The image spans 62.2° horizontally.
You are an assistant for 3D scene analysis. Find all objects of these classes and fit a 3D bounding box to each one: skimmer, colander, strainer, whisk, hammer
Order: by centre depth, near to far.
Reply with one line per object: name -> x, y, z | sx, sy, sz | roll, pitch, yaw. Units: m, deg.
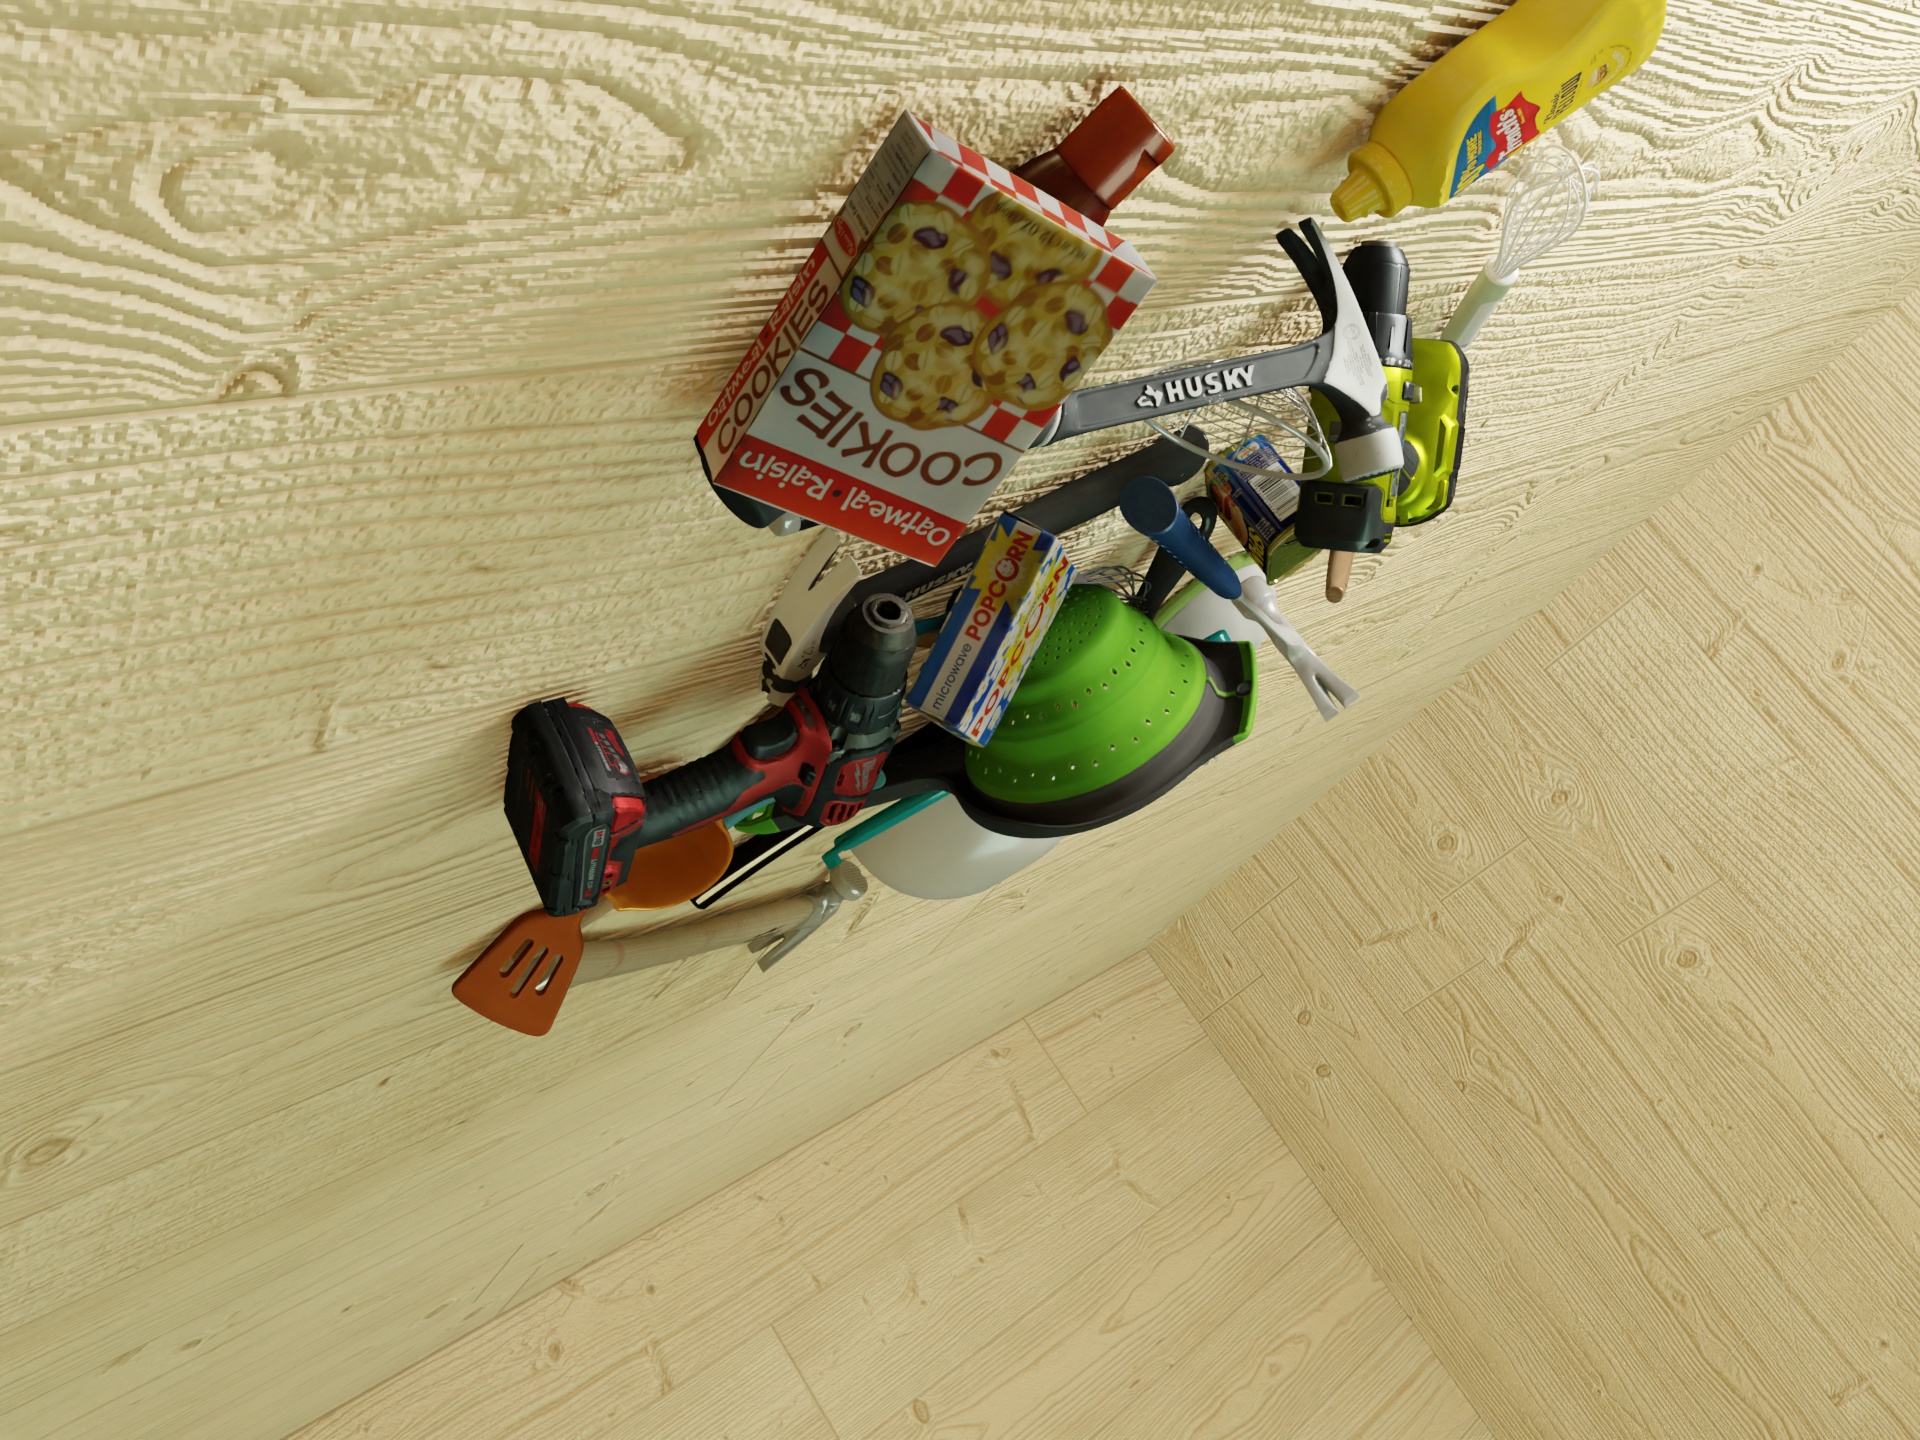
hammer -> 0.060, -0.164, 0.819 | 0.409, 0.149, 0.036 | -16, -176, -27
skimmer -> 0.058, -0.135, 0.903 | 0.363, 0.090, 0.127 | -22, -158, -29
hammer -> 0.026, -0.117, 0.995 | 0.335, 0.035, 0.146 | -28, 163, -26
colander -> -0.002, -0.003, 1.083 | 0.397, 0.094, 0.205 | -16, -147, 22
whisk -> 0.385, -0.321, 1.121 | 0.058, 0.059, 0.246 | -21, 167, -6
whisk -> 0.079, -0.096, 1.154 | 0.055, 0.055, 0.238 | -42, 158, 21
hammer -> 0.204, -0.093, 1.167 | 0.035, 0.144, 0.405 | -40, 156, 13
strainer -> 0.070, 0.049, 1.211 | 0.340, 0.095, 0.211 | -29, 179, 12
hammer -> -0.076, 0.049, 1.271 | 0.331, 0.031, 0.130 | -34, 164, -4
whisk -> 0.140, -0.077, 1.305 | 0.073, 0.073, 0.295 | -24, 155, -35
hammer -> -0.238, 0.192, 1.348 | 0.146, 0.038, 0.410 | -41, 163, 23
strainer -> 0.195, -0.054, 1.456 | 0.256, 0.069, 0.151 | -35, 164, -5

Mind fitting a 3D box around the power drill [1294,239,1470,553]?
power drill -> 0.286, -0.213, 1.073 | 0.228, 0.080, 0.190 | -16, 113, -64

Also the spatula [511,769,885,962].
spatula -> -0.196, 0.088, 1.112 | 0.317, 0.082, 0.044 | -34, -173, 12

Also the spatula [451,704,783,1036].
spatula -> -0.217, 0.093, 1.084 | 0.322, 0.041, 0.081 | -43, 123, 15

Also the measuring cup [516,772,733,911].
measuring cup -> -0.220, 0.060, 0.996 | 0.095, 0.052, 0.173 | -42, 139, 14

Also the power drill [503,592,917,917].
power drill -> -0.132, 0.013, 0.898 | 0.226, 0.080, 0.187 | -16, 151, -29

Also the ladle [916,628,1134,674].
ladle -> 0.072, -0.051, 1.189 | 0.315, 0.031, 0.069 | 3, 158, -45

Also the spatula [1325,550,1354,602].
spatula -> 0.293, -0.154, 1.207 | 0.018, 0.059, 0.316 | -7, -156, 20

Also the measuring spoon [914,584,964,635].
measuring spoon -> -0.031, -0.069, 1.061 | 0.128, 0.021, 0.042 | -18, 159, -23
